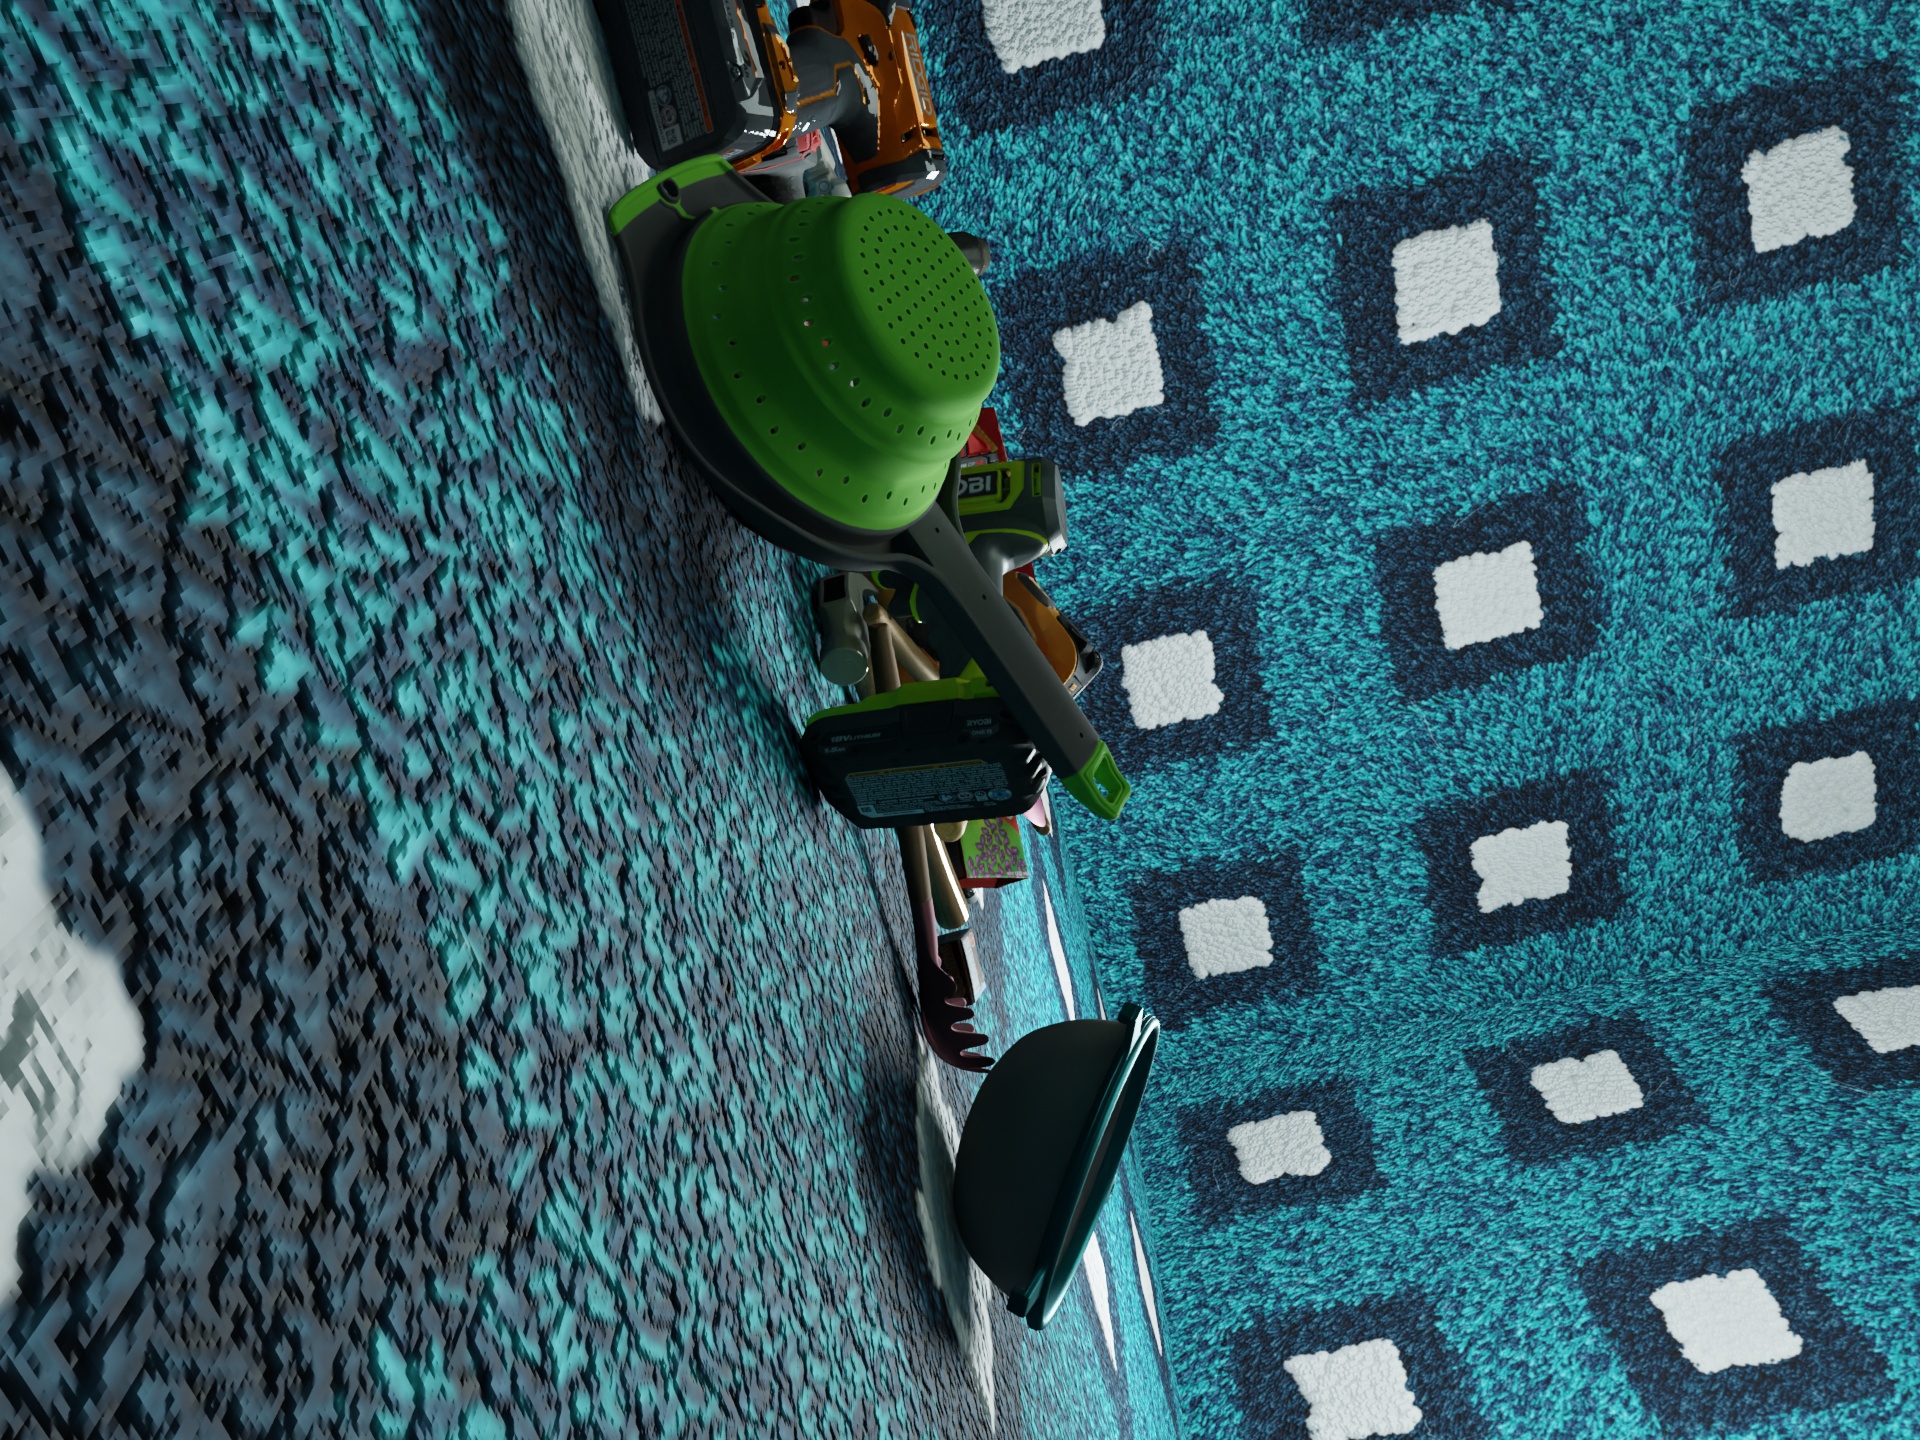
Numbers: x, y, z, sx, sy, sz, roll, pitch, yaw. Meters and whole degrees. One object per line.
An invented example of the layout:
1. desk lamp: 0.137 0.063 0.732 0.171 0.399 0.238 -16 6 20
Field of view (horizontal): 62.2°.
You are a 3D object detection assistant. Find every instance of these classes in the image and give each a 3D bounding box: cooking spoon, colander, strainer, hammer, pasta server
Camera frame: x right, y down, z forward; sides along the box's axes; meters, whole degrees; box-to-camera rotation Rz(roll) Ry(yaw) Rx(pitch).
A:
1. cooking spoon: 0.003 -0.001 1.142 0.318 0.017 0.069 48 17 -55
2. colander: -0.002 -0.119 0.785 0.397 0.094 0.205 54 39 -15
3. strainer: 0.059 0.298 1.097 0.340 0.095 0.211 69 43 -69
4. hammer: -0.044 0.031 1.140 0.130 0.031 0.331 -96 172 -48
5. pasta server: -0.023 0.089 1.034 0.060 0.040 0.316 -136 -144 -70
6. hammer: -0.127 -0.483 1.379 0.411 0.038 0.146 -96 162 -80

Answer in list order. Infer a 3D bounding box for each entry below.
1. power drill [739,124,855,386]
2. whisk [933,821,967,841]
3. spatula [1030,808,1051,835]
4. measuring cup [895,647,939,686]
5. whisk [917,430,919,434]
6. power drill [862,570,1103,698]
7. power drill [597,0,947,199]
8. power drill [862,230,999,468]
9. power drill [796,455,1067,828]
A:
1. power drill: -0.112 -0.295 1.020 0.143 0.078 0.219 -80 160 -75
2. whisk: 0.003 0.057 1.164 0.245 0.051 0.047 -65 147 -82
3. spatula: 0.023 0.022 1.426 0.318 0.044 0.082 -117 -168 -60
4. measuring cup: -0.002 -0.004 1.248 0.173 0.052 0.095 41 10 -42
5. whisk: -0.048 -0.324 1.472 0.070 0.070 0.285 50 23 -78
6. power drill: 0.021 -0.065 1.201 0.186 0.084 0.226 52 15 32
7. power drill: -0.096 -0.377 0.882 0.226 0.084 0.164 -25 103 -57
8. power drill: -0.034 -0.296 1.317 0.080 0.188 0.226 -1 -75 51
9. power drill: -0.024 -0.053 0.934 0.080 0.171 0.223 69 18 -53
